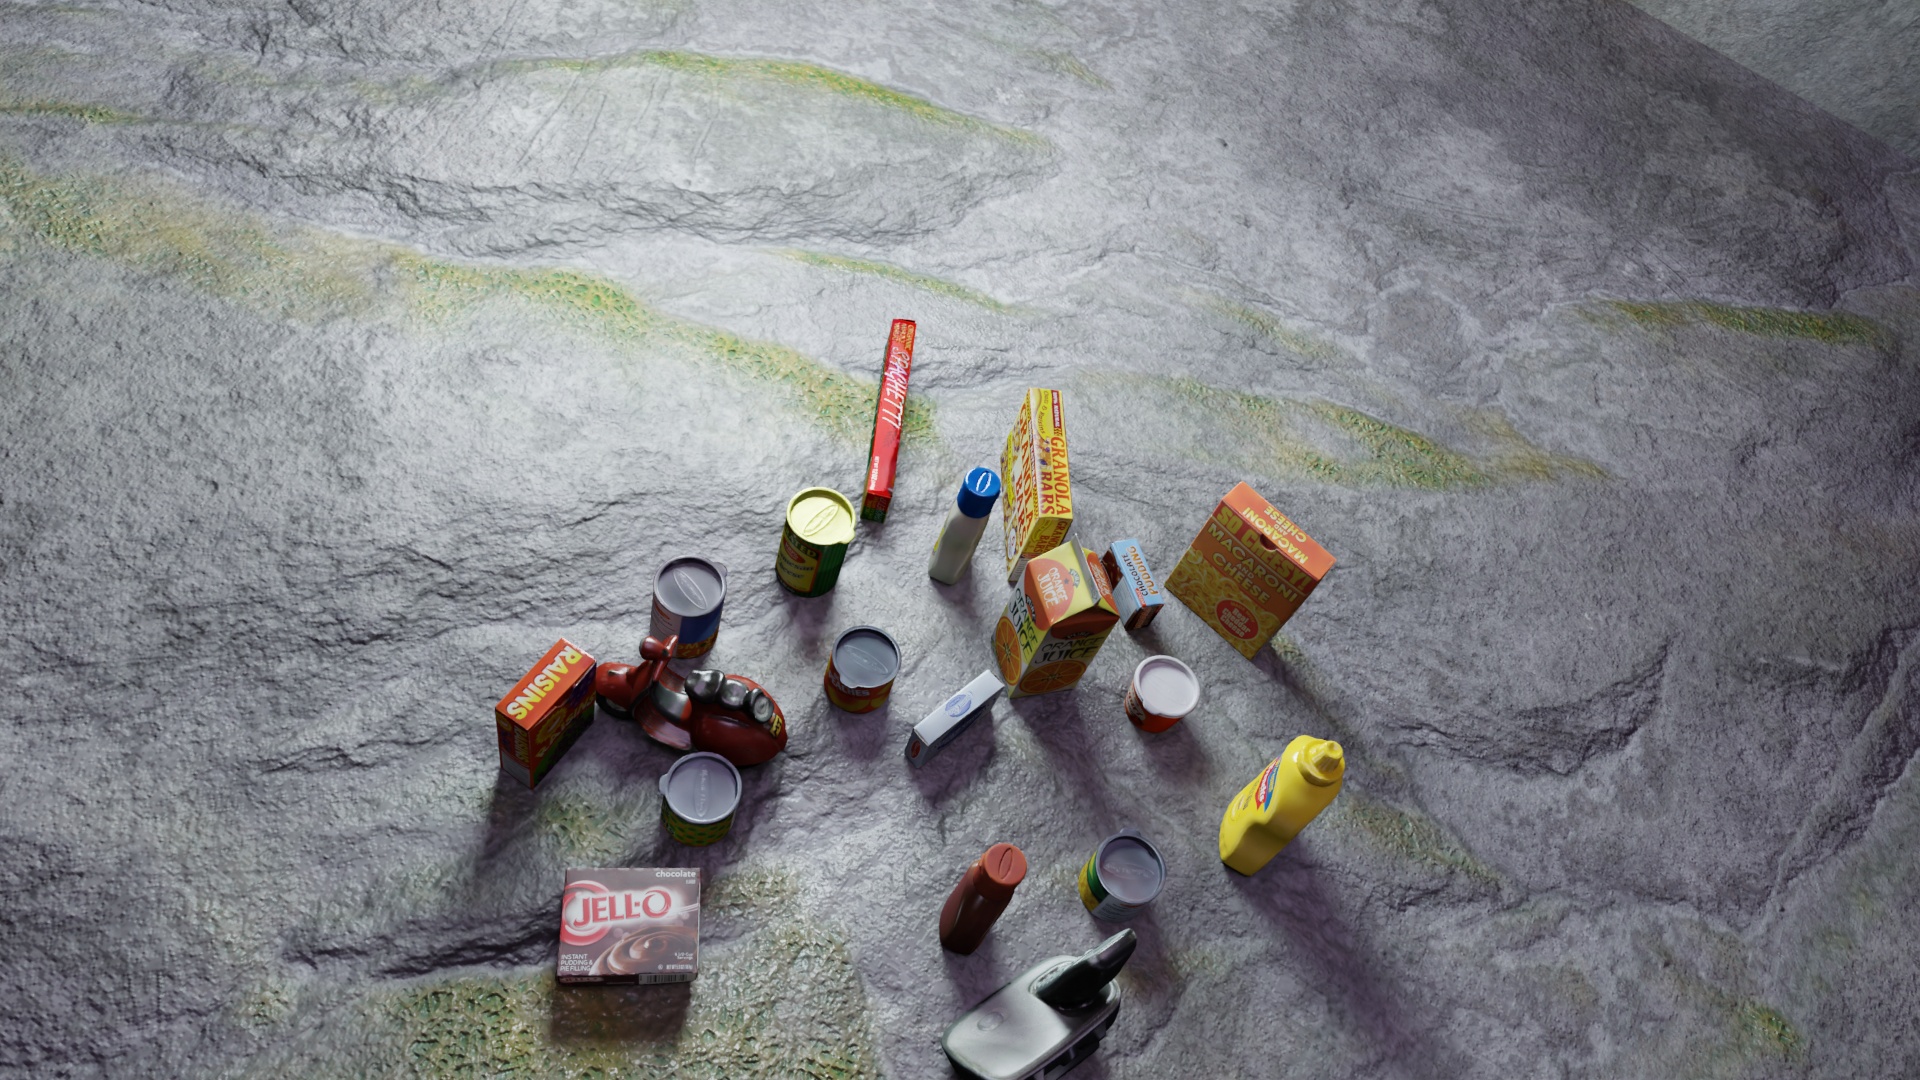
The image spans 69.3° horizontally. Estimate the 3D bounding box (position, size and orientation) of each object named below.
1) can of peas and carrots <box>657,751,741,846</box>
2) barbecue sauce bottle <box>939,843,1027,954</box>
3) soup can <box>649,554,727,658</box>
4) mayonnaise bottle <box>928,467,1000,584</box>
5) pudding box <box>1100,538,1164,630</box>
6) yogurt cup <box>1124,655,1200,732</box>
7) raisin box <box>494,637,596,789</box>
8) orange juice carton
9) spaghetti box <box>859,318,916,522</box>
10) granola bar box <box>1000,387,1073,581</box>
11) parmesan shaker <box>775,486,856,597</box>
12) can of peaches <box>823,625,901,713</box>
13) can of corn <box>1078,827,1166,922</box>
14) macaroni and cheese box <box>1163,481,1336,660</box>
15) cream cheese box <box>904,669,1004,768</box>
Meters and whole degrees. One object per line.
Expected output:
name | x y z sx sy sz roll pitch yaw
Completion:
can of peas and carrots | -0.229 0.226 1.210 0.071 0.058 0.071 7 56 -11
barbecue sauce bottle | 0.019 0.299 1.175 0.044 0.147 0.065 22 54 -1
soup can | -0.253 0.062 1.298 0.071 0.083 0.072 7 56 -11
mayonnaise bottle | 0.005 -0.017 1.383 0.041 0.147 0.065 24 54 1
pudding box | 0.178 0.045 1.450 0.030 0.049 0.084 -9 60 -21
yogurt cup | 0.197 0.155 1.379 0.072 0.053 0.073 7 56 -11
raisin box | -0.353 0.149 1.187 0.040 0.122 0.086 33 55 7
orange juice carton | 0.093 0.073 1.320 0.073 0.191 0.072 -6 59 -19
spaghetti box | -0.077 -0.134 1.499 0.029 0.050 0.251 11 55 -8
granola bar box | 0.078 -0.057 1.445 0.039 0.123 0.166 6 56 -12
parmesan shaker | -0.141 0.005 1.355 0.071 0.102 0.071 7 56 -11
can of peaches | -0.095 0.124 1.316 0.071 0.057 0.071 7 56 -11
can of corn | 0.146 0.305 1.262 0.071 0.058 0.071 7 56 -11
macaroni and cheese box | 0.291 0.034 1.417 0.124 0.165 0.040 42 57 13
cream cheese box | -0.007 0.168 1.314 0.104 0.053 0.024 -35 72 -32
